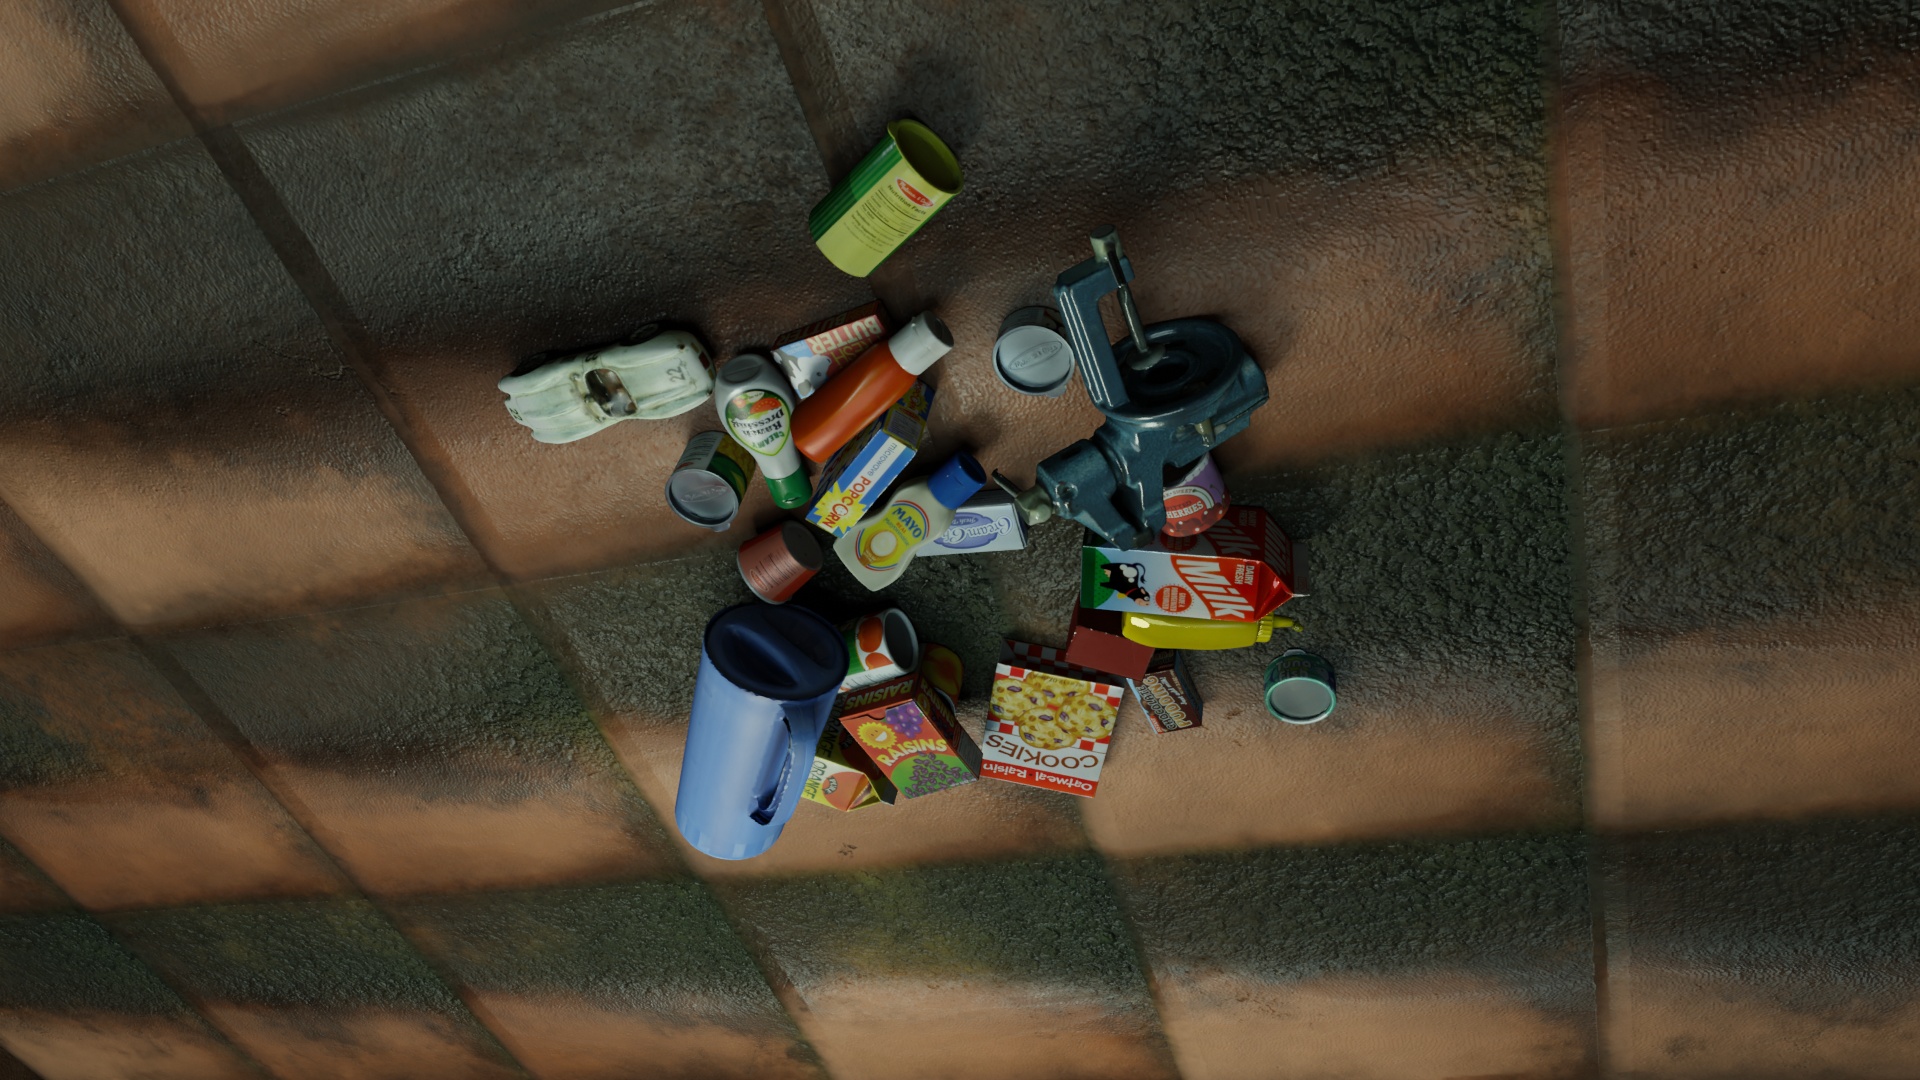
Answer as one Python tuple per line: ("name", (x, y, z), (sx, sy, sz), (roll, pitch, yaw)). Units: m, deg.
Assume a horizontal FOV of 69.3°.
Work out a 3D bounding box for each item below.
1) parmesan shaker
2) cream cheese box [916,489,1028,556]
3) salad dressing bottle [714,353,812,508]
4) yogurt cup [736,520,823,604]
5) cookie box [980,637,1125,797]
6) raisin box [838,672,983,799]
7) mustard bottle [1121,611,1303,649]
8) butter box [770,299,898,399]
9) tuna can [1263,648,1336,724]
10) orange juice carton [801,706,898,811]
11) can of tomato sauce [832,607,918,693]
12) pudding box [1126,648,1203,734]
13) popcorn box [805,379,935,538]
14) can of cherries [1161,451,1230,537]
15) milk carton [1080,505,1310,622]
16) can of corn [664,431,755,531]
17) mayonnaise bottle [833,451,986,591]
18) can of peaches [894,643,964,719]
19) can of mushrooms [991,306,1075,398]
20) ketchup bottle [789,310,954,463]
("parmesan shaker", (-0.058, -0.252, 1.019), (0.071, 0.072, 0.102), (40, 128, -21))
("cream cheese box", (0.004, -0.015, 1.236), (0.104, 0.024, 0.053), (-4, 129, 16))
("salad dressing bottle", (-0.164, -0.090, 1.188), (0.064, 0.044, 0.147), (-17, 135, 1))
("yogurt cup", (-0.163, 0.017, 1.276), (0.054, 0.073, 0.072), (-33, 117, 24))
("cookie box", (0.088, 0.178, 1.374), (0.123, 0.040, 0.166), (11, 130, 3))
("raisin box", (-0.046, 0.189, 1.334), (0.086, 0.040, 0.123), (-19, 123, 26))
("mustard bottle", (0.225, 0.066, 1.235), (0.160, 0.066, 0.048), (5, 136, 1))
("butter box", (-0.099, -0.156, 1.138), (0.103, 0.024, 0.053), (-16, 126, 24))
("tuna can", (0.316, 0.137, 1.293), (0.071, 0.033, 0.070), (6, 131, 7))
("orange juice carton", (-0.151, 0.217, 1.438), (0.193, 0.072, 0.072), (20, 131, -4))
("can of tomato sauce", (-0.092, 0.104, 1.333), (0.083, 0.071, 0.071), (-18, 124, 25))
("pudding box", (0.196, 0.144, 1.328), (0.049, 0.030, 0.083), (-13, 126, 23))
("popcorn box", (-0.075, -0.071, 1.164), (0.038, 0.085, 0.126), (32, 129, -16))
("can of cherries", (0.181, -0.044, 1.142), (0.071, 0.072, 0.058), (-16, 125, 24))
("milk carton", (0.201, 0.017, 1.189), (0.191, 0.073, 0.073), (4, 131, 8))
("can of corn", (-0.219, -0.052, 1.230), (0.071, 0.058, 0.070), (6, 131, 7))
("mayonnaise bottle", (-0.041, -0.020, 1.200), (0.147, 0.041, 0.065), (-40, 93, 27))
("can of peaches", (-0.031, 0.144, 1.358), (0.071, 0.058, 0.070), (6, 131, 7))
("can of mushrooms", (0.061, -0.149, 1.103), (0.071, 0.034, 0.070), (6, 130, 7))
("ketchup bottle", (-0.071, -0.125, 1.102), (0.148, 0.065, 0.043), (-36, 122, 26))
